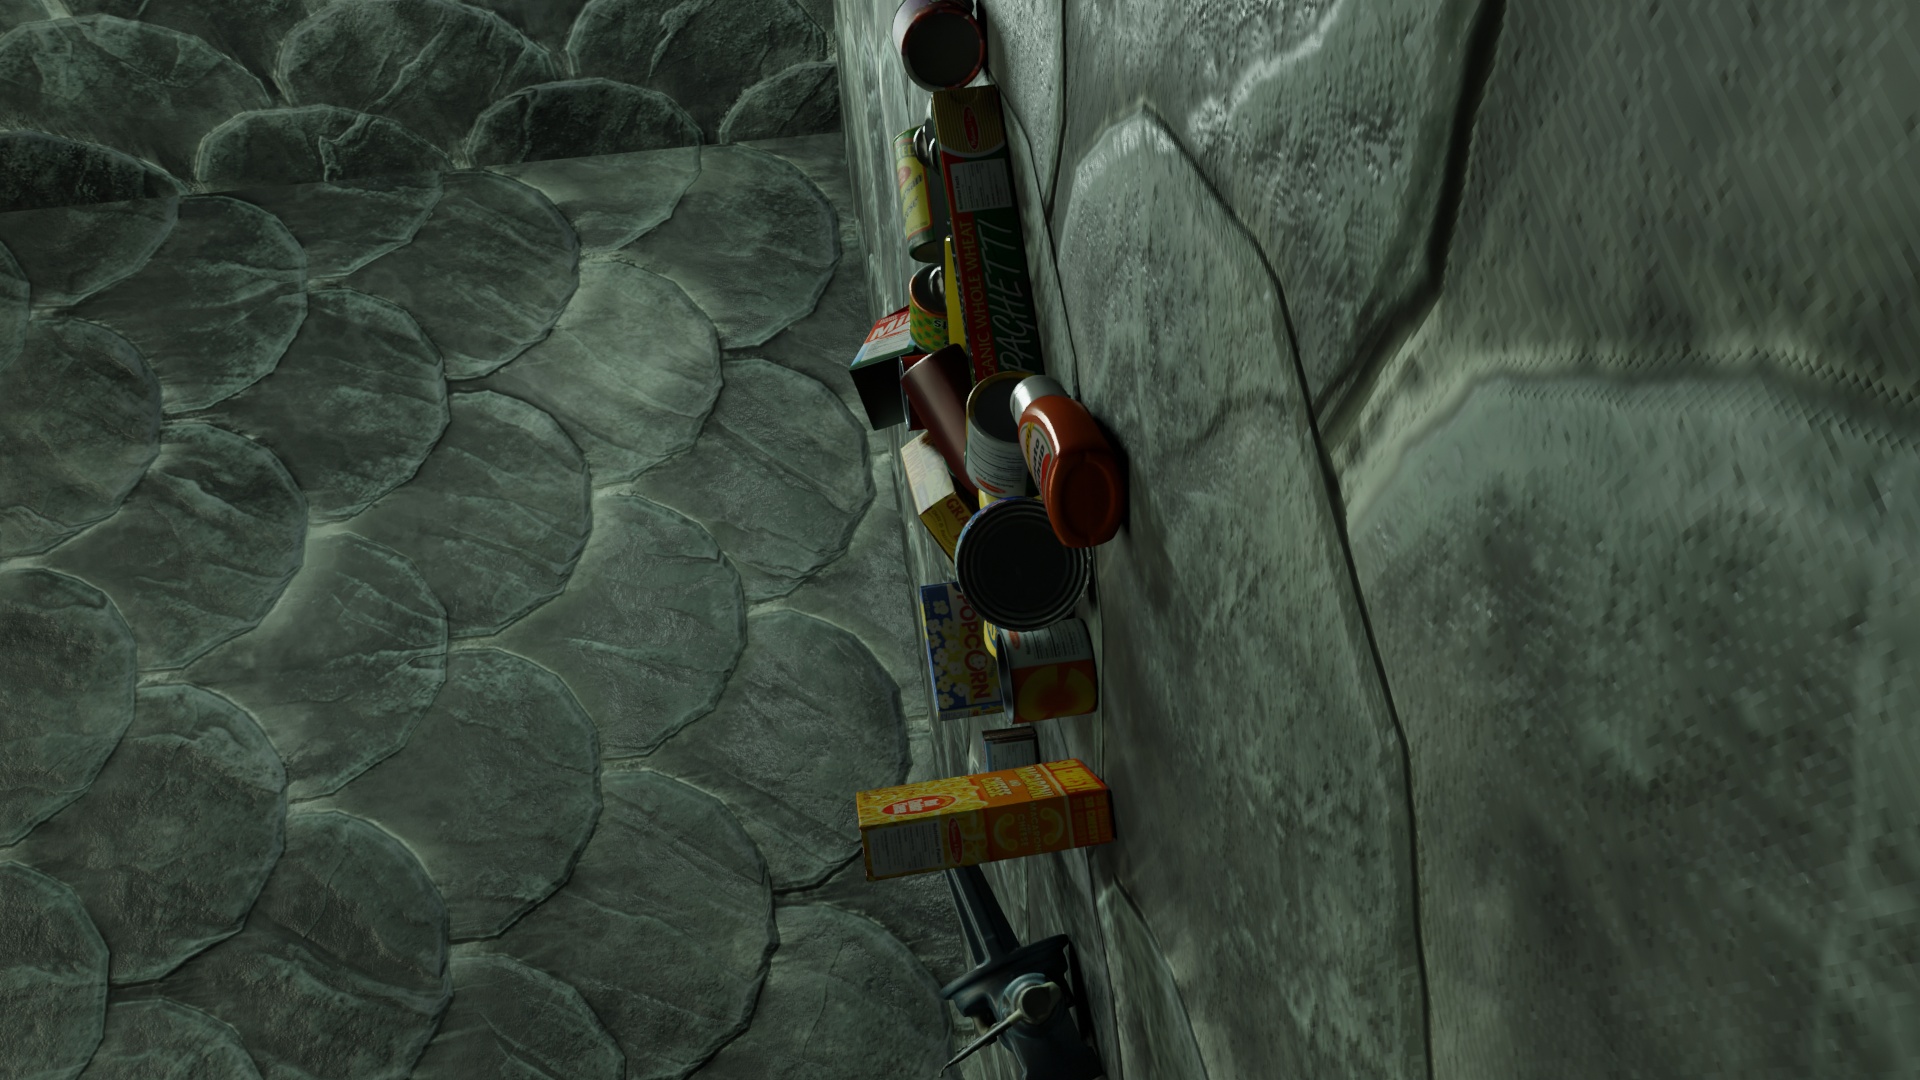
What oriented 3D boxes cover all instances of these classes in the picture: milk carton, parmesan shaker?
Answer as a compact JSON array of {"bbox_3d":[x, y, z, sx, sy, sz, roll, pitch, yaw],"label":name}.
[{"bbox_3d":[-0.053,-0.192,1.456,0.191,0.073,0.072,-74,-35,-60],"label":"milk carton"},{"bbox_3d":[-0.018,-0.300,1.202,0.071,0.071,0.103,117,145,-81],"label":"parmesan shaker"}]

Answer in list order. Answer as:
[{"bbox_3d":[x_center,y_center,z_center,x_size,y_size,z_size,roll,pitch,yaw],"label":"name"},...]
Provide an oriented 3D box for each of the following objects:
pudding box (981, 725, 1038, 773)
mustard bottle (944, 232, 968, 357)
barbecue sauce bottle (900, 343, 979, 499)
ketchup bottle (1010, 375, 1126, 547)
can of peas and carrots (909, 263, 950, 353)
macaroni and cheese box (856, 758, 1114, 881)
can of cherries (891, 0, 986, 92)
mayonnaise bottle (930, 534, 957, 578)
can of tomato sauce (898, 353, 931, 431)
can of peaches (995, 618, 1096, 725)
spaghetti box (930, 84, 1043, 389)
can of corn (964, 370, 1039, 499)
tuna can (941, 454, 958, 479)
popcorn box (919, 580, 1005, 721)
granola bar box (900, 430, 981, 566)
[{"bbox_3d":[0.047,0.215,1.272,0.030,0.050,0.083,-121,24,-80],"label":"pudding box"},{"bbox_3d":[0.015,-0.198,1.067,0.065,0.049,0.159,-134,37,-66],"label":"mustard bottle"},{"bbox_3d":[0.011,-0.072,1.053,0.148,0.044,0.064,61,148,1],"label":"barbecue sauce bottle"},{"bbox_3d":[0.059,-0.055,0.812,0.149,0.043,0.064,-106,10,-62],"label":"ketchup bottle"},{"bbox_3d":[-0.013,-0.210,1.267,0.058,0.071,0.071,93,169,-58],"label":"can of peas and carrots"},{"bbox_3d":[0.013,0.193,0.969,0.123,0.167,0.040,-172,75,-85],"label":"macaroni and cheese box"},{"bbox_3d":[-0.015,-0.385,1.063,0.059,0.071,0.071,-105,10,-55],"label":"can of cherries"},{"bbox_3d":[0.011,0.008,1.328,0.149,0.065,0.041,-112,13,-57],"label":"mayonnaise bottle"},{"bbox_3d":[-0.009,-0.132,1.221,0.071,0.083,0.071,176,86,-85],"label":"can of tomato sauce"},{"bbox_3d":[0.058,0.090,0.945,0.071,0.058,0.071,176,87,-84],"label":"can of peaches"},{"bbox_3d":[0.019,-0.208,1.002,0.028,0.050,0.250,100,162,-78],"label":"spaghetti box"},{"bbox_3d":[0.037,-0.072,0.921,0.058,0.071,0.071,92,169,-56],"label":"can of corn"},{"bbox_3d":[0.017,-0.078,1.125,0.033,0.071,0.070,-106,11,-56],"label":"tuna can"},{"bbox_3d":[0.011,0.102,1.311,0.038,0.085,0.127,94,168,-67],"label":"popcorn box"},{"bbox_3d":[0.004,-0.015,1.187,0.124,0.039,0.166,53,-173,-22],"label":"granola bar box"}]
